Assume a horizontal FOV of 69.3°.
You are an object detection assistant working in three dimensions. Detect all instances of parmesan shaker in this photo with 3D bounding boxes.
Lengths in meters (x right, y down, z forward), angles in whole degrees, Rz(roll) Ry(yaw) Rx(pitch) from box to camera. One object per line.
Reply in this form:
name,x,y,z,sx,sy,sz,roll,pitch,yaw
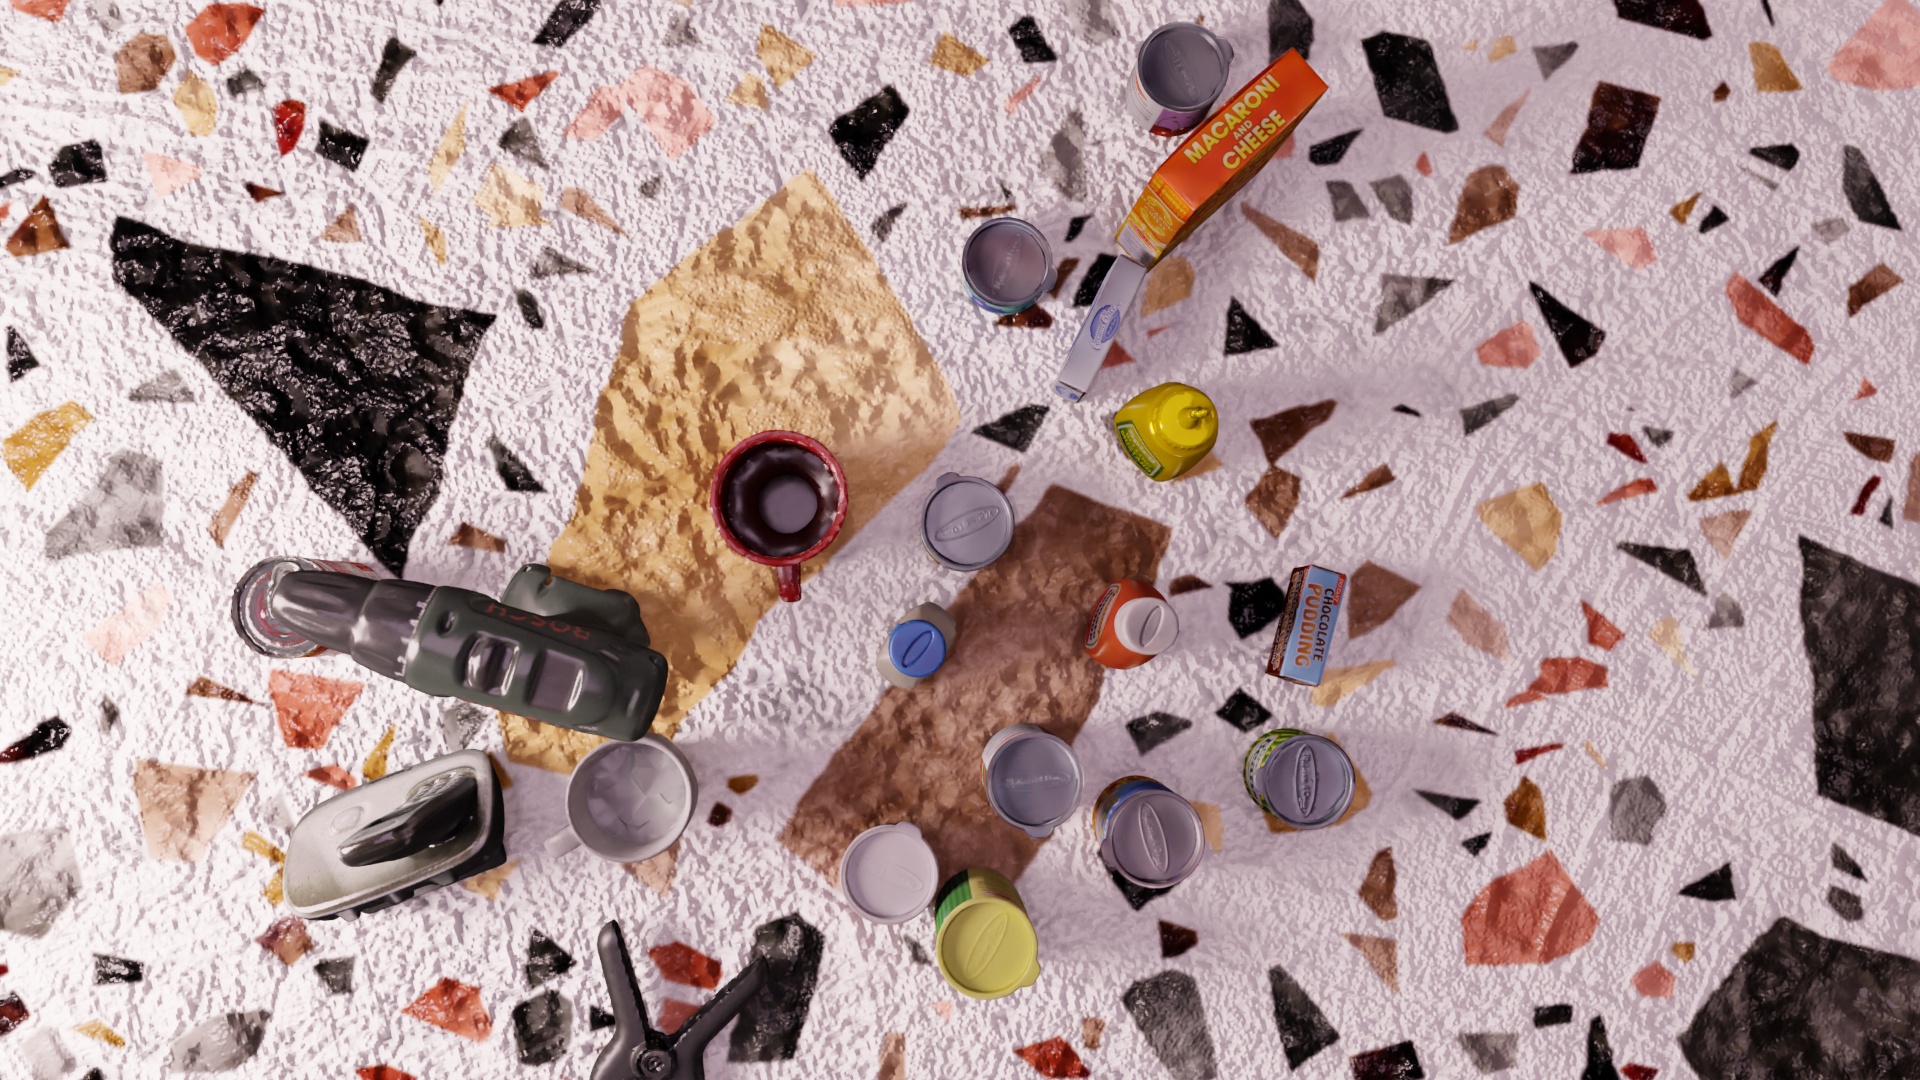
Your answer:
parmesan shaker,0.017,0.268,0.950,0.071,0.103,0.071,0,87,-2

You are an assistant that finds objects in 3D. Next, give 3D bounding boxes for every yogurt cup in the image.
yogurt cup,-0.050,0.230,0.974,0.072,0.054,0.072,0,87,-2

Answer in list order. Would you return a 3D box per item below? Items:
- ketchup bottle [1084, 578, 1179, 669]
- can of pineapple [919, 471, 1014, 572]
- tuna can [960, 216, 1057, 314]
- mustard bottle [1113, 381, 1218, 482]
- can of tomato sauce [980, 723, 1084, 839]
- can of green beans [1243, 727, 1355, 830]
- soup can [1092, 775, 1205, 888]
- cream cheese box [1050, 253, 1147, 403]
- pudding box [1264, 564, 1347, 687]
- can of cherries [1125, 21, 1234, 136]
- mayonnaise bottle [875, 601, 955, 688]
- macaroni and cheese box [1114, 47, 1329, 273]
ketchup bottle,0.118,0.057,0.945,0.043,0.148,0.065,23,86,-1
can of pineapple,0.004,-0.012,0.989,0.071,0.058,0.071,0,87,-2
tuna can,0.035,-0.199,1.015,0.071,0.033,0.071,0,87,-3
mustard bottle,0.144,-0.078,0.948,0.049,0.160,0.065,-35,89,-4
can of tomato sauce,0.049,0.165,0.968,0.071,0.083,0.071,0,87,-2
can of green beans,0.240,0.168,0.989,0.071,0.058,0.071,0,87,-2
soup can,0.126,0.202,0.968,0.071,0.083,0.071,0,87,-2
cream cheese box,0.099,-0.151,1.005,0.024,0.053,0.104,26,86,-1
pudding box,0.249,0.062,1.000,0.030,0.049,0.083,16,86,-1
can of cherries,0.160,-0.336,1.016,0.071,0.058,0.071,0,87,-2
mayonnaise bottle,-0.030,0.072,0.937,0.041,0.148,0.065,39,86,0
macaroni and cheese box,0.174,-0.257,0.958,0.124,0.166,0.040,-43,89,-4
